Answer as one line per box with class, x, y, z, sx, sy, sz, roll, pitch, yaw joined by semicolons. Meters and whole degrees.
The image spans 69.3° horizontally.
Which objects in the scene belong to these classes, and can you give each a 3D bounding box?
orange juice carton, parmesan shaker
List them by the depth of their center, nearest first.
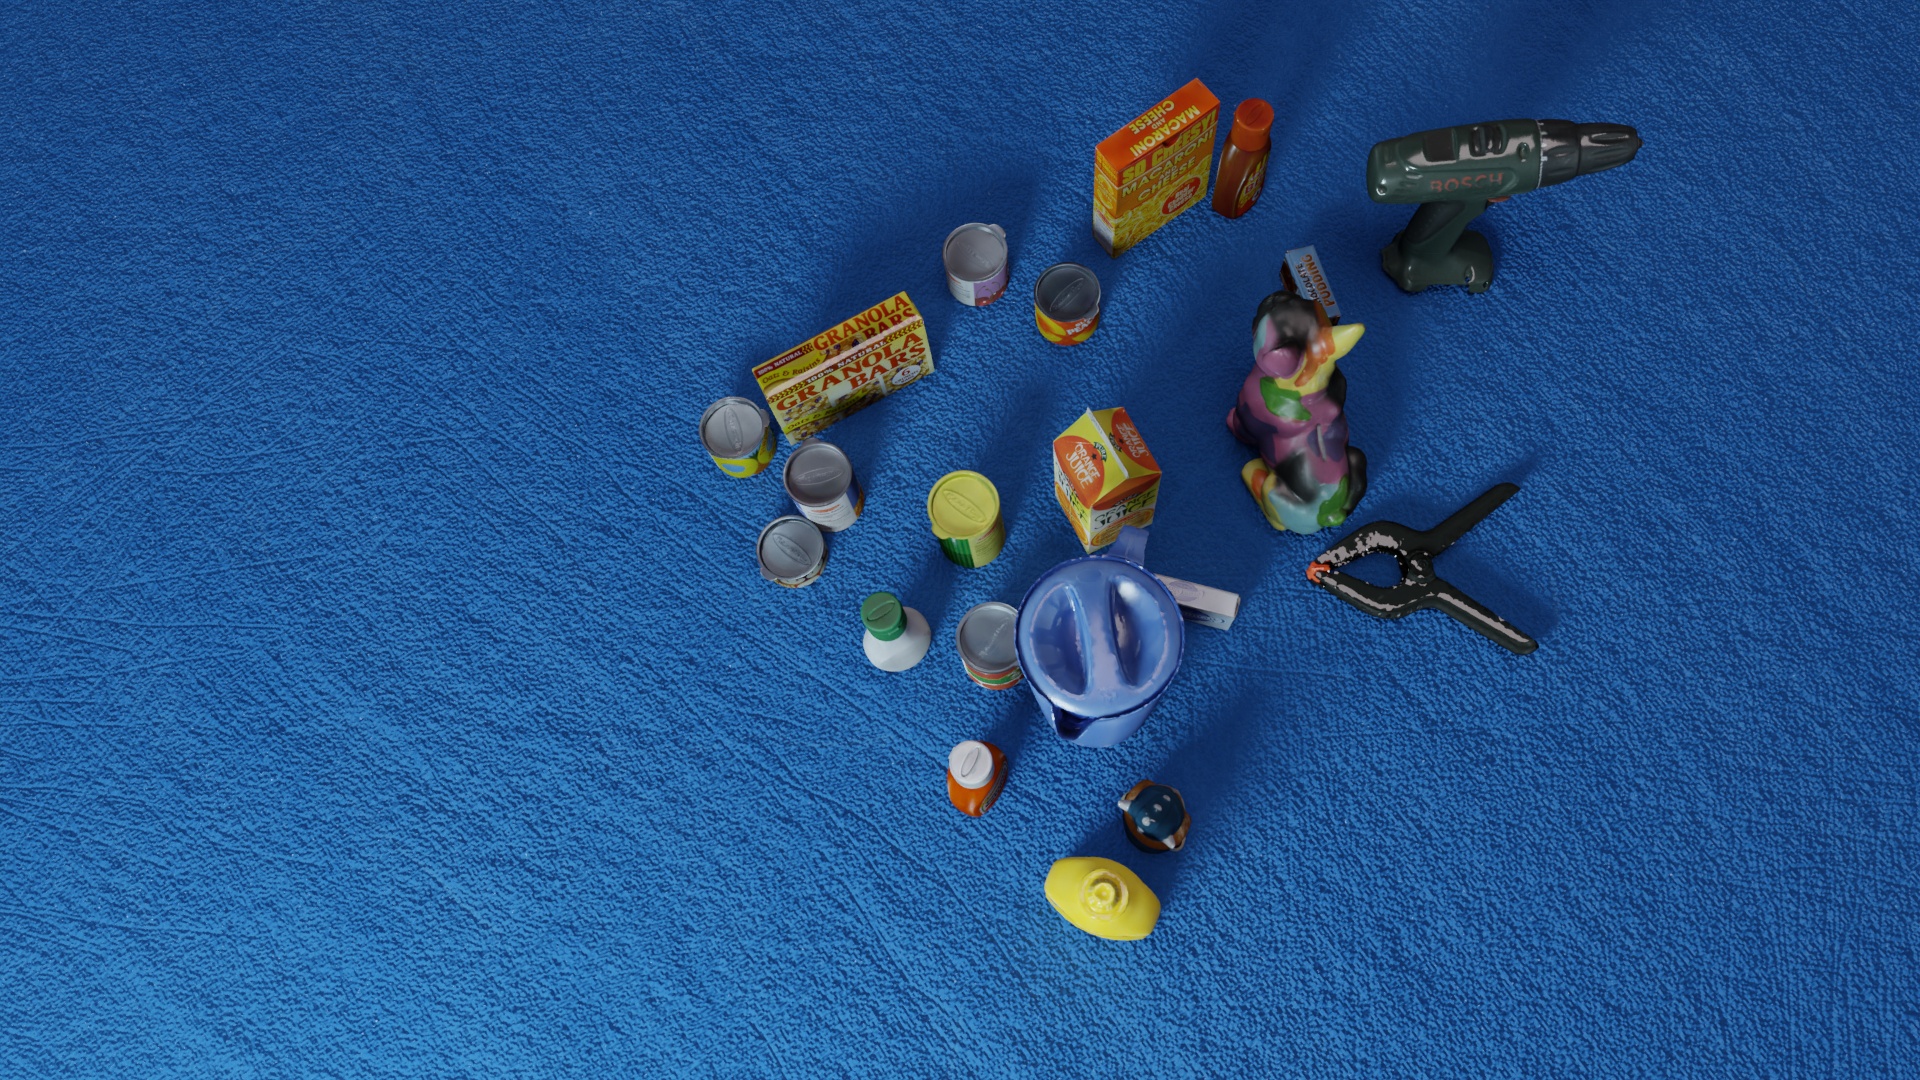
orange juice carton;0.132;-0.058;1.268;0.073;0.192;0.072;-26;73;-4
parmesan shaker;0.005;-0.016;1.312;0.071;0.103;0.071;-1;73;4

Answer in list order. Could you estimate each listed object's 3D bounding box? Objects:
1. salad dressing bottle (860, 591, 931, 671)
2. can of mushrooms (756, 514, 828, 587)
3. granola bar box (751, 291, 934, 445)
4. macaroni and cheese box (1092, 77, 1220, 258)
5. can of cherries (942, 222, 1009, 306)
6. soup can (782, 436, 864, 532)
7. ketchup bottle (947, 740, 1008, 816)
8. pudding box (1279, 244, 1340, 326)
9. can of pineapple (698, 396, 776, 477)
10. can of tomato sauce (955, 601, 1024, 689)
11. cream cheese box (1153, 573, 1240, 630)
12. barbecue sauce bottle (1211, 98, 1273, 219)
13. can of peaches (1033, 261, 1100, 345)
salad dressing bottle;-0.062;0.082;1.262;0.064;0.147;0.044;-32;73;-5
can of mushrooms;-0.165;0.013;1.352;0.071;0.033;0.071;-1;73;4
granola bar box;-0.112;-0.167;1.357;0.166;0.124;0.039;-28;73;-4
macaroni and cheese box;0.192;-0.364;1.373;0.124;0.166;0.040;-35;74;-6
can of cherries;0.019;-0.282;1.418;0.071;0.058;0.071;-1;73;4
soup can;-0.131;-0.053;1.344;0.071;0.083;0.071;-1;73;4
ketchup bottle;0.013;0.204;1.218;0.043;0.148;0.065;26;77;12
pudding box;0.348;-0.246;1.385;0.030;0.049;0.084;-16;72;0
can of pineapple;-0.219;-0.102;1.380;0.071;0.057;0.071;-1;73;4
can of tomato sauce;0.034;0.099;1.283;0.071;0.083;0.071;-1;73;4
cream cheese box;0.206;0.055;1.299;0.104;0.053;0.024;14;75;9
barbecue sauce bottle;0.283;-0.382;1.381;0.044;0.148;0.065;35;79;14
can of peaches;0.109;-0.235;1.396;0.071;0.058;0.071;-1;73;4
